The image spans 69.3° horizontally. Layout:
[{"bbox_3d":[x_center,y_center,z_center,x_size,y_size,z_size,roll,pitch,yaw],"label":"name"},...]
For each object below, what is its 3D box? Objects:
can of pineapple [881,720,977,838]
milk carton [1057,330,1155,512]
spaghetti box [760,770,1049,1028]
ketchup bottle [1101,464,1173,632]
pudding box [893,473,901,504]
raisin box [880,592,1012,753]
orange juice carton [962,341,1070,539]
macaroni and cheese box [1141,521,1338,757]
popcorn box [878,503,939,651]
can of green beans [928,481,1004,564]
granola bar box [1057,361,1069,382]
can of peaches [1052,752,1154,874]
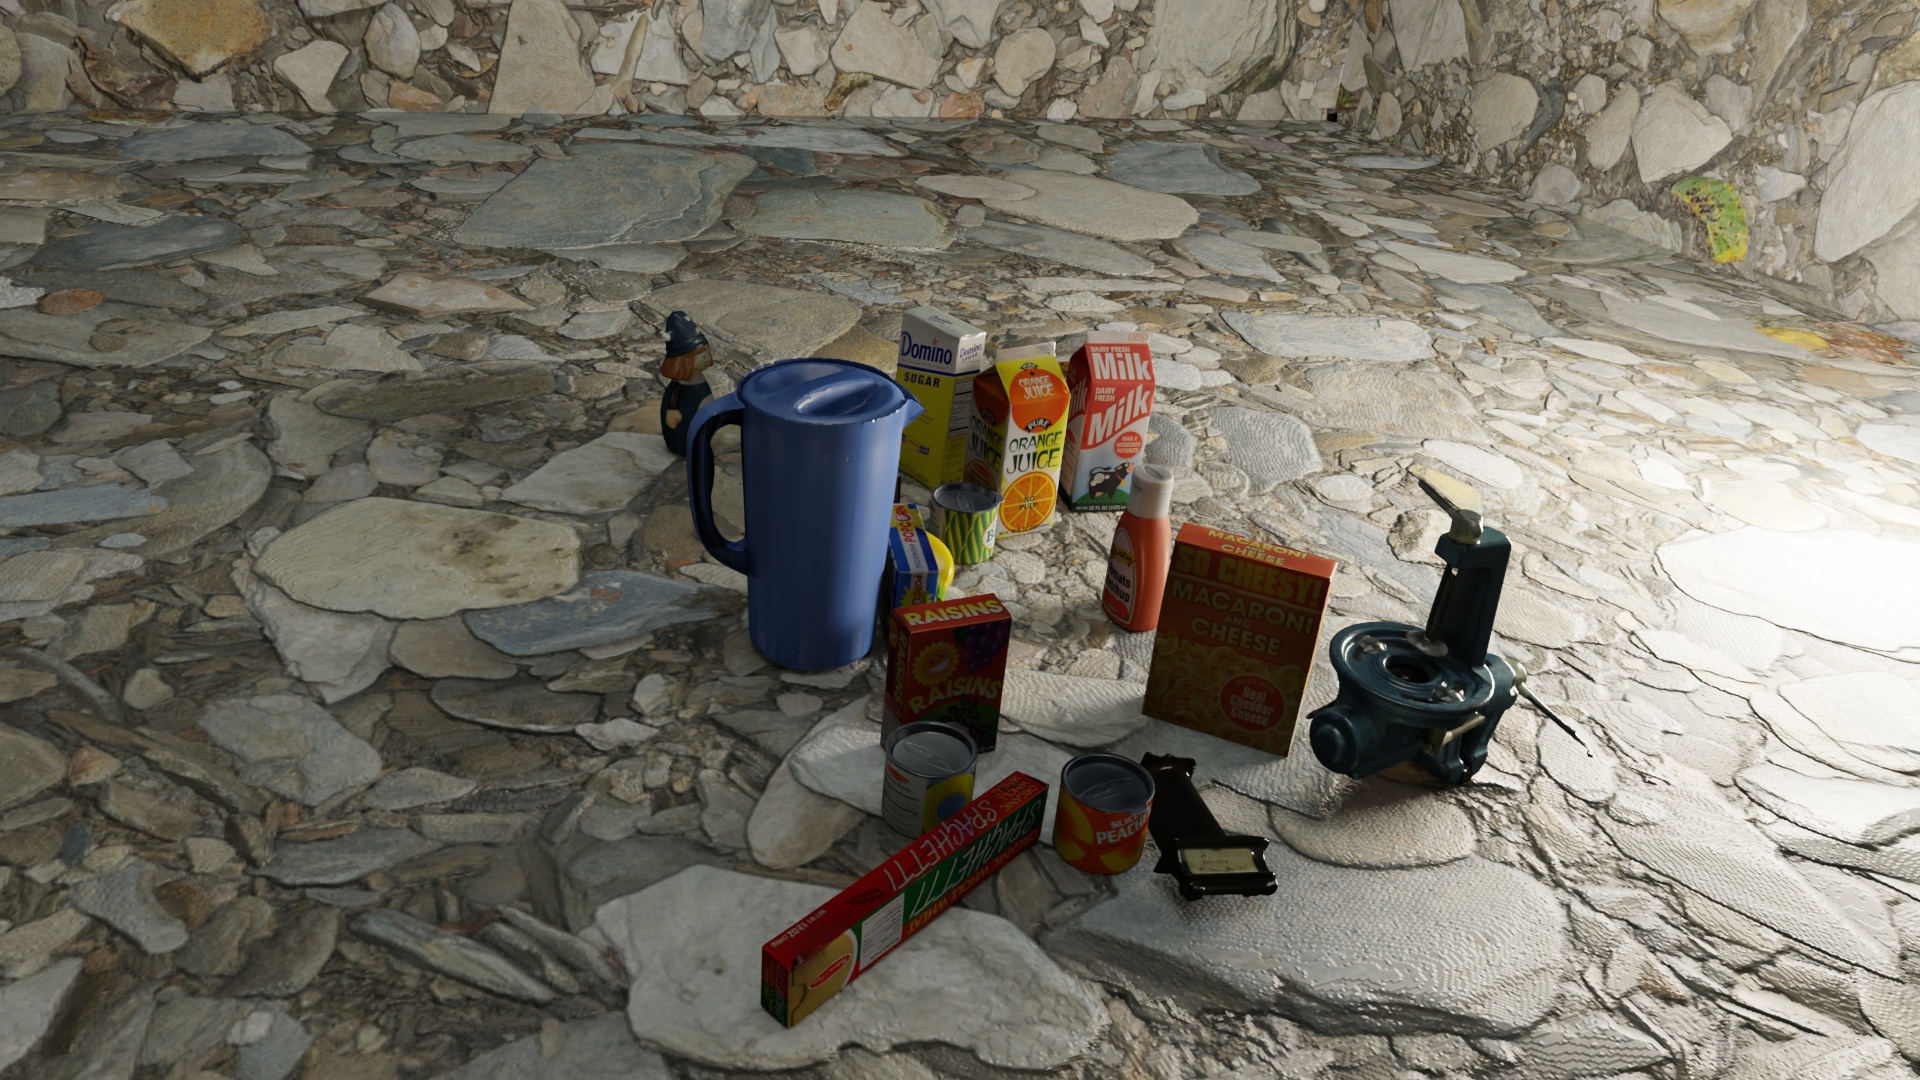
[{"bbox_3d":[-0.021,0.171,0.996,0.071,0.057,0.071,5,28,-2],"label":"can of pineapple"},{"bbox_3d":[0.151,-0.129,1.449,0.072,0.189,0.074,-2,29,-15],"label":"milk carton"},{"bbox_3d":[-0.029,0.225,0.902,0.029,0.050,0.251,26,34,32],"label":"spaghetti box"},{"bbox_3d":[0.162,0.005,1.245,0.043,0.148,0.065,-8,31,-24],"label":"ketchup bottle"},{"bbox_3d":[-0.101,-0.055,1.410,0.084,0.049,0.030,23,32,29],"label":"pudding box"},{"bbox_3d":[-0.011,0.106,1.051,0.086,0.122,0.040,-7,31,-24],"label":"raisin box"},{"bbox_3d":[0.054,-0.104,1.381,0.072,0.191,0.073,-11,32,-29],"label":"orange juice carton"},{"bbox_3d":[0.219,0.078,1.102,0.124,0.165,0.040,15,29,16],"label":"macaroni and cheese box"},{"bbox_3d":[-0.050,0.032,1.220,0.038,0.084,0.127,0,29,-12],"label":"popcorn box"},{"bbox_3d":[0.002,-0.017,1.352,0.071,0.057,0.071,5,28,-2],"label":"can of green beans"},{"bbox_3d":[0.122,-0.135,1.524,0.166,0.123,0.039,-7,30,-22],"label":"granola bar box"},{"bbox_3d":[0.101,0.194,0.979,0.071,0.057,0.071,5,28,-2],"label":"can of peaches"}]
